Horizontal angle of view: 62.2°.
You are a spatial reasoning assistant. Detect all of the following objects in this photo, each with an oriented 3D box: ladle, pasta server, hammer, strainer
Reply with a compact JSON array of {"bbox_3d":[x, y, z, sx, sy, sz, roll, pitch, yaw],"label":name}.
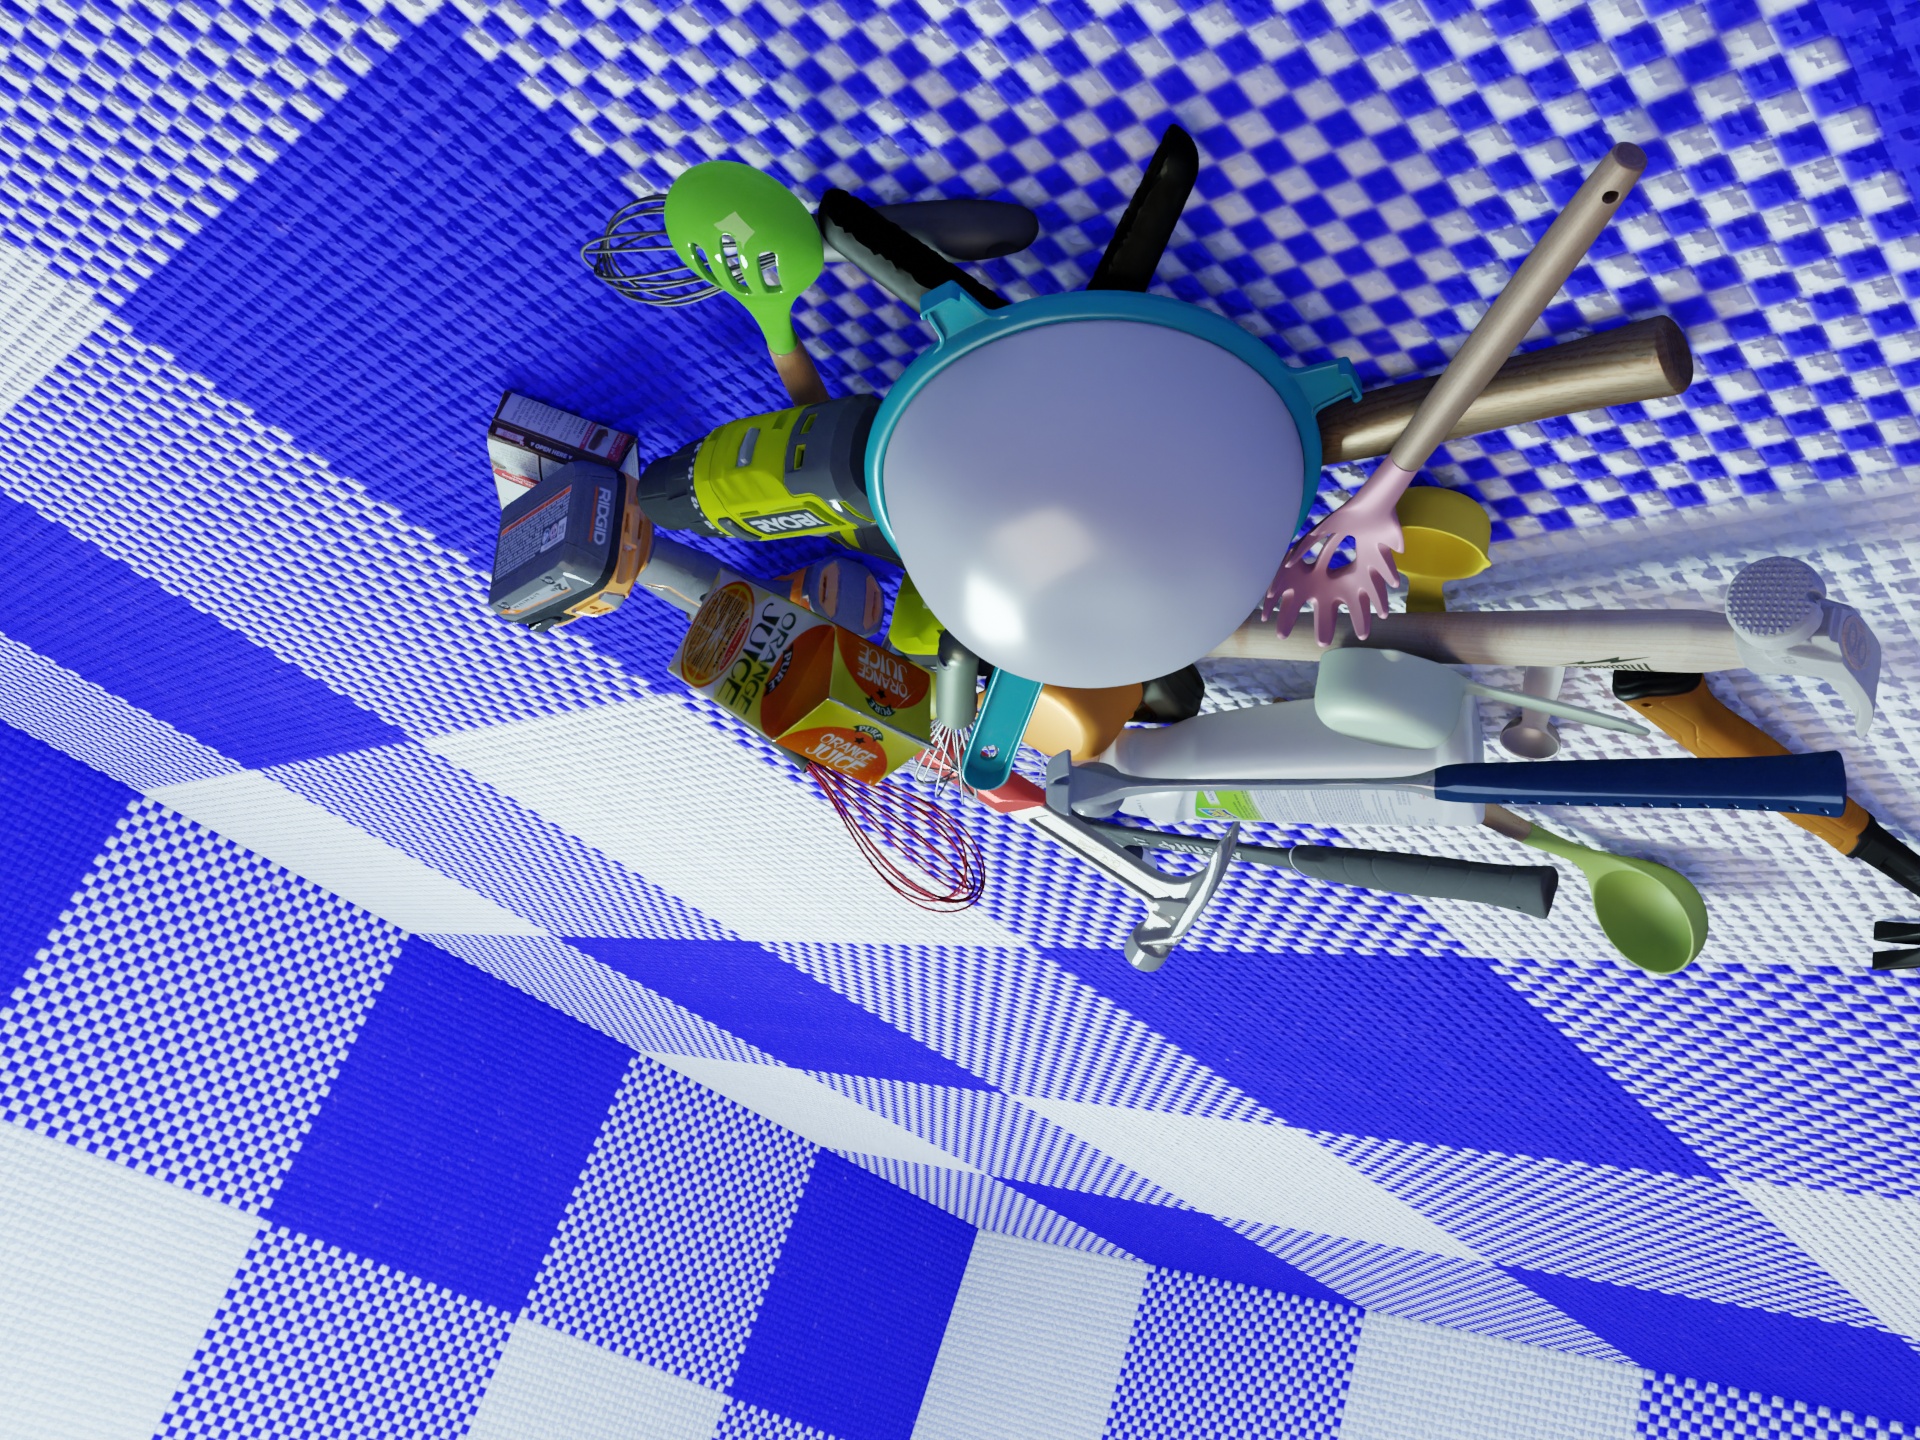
[{"bbox_3d":[0.337,0.071,1.022,0.320,0.062,0.078,26,154,-6],"label":"ladle"},{"bbox_3d":[0.201,-0.120,0.675,0.060,0.040,0.316,10,155,-5],"label":"pasta server"},{"bbox_3d":[0.017,0.033,1.115,0.359,0.037,0.149,33,135,11],"label":"hammer"},{"bbox_3d":[0.241,0.034,0.845,0.405,0.035,0.144,-1,176,18],"label":"hammer"},{"bbox_3d":[0.046,-0.042,0.765,0.211,0.095,0.340,9,140,-9],"label":"strainer"},{"bbox_3d":[0.170,-0.136,0.751,0.331,0.031,0.129,-6,145,45],"label":"hammer"},{"bbox_3d":[0.251,-0.040,0.841,0.411,0.038,0.146,5,165,45],"label":"hammer"},{"bbox_3d":[0.483,0.054,0.895,0.336,0.034,0.127,31,153,-20],"label":"hammer"},{"bbox_3d":[0.228,0.094,1.125,0.409,0.036,0.149,4,150,48],"label":"hammer"}]

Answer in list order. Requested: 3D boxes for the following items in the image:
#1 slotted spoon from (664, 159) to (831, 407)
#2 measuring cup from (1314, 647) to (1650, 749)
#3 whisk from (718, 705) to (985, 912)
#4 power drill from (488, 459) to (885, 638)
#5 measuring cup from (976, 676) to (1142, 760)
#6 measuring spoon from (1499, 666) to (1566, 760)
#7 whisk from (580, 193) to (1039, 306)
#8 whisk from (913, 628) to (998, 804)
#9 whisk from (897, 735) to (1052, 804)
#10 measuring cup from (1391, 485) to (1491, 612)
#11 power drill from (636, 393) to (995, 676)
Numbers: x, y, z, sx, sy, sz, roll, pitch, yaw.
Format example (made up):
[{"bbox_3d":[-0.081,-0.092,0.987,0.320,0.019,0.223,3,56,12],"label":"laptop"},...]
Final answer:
[{"bbox_3d":[-0.081,-0.178,0.798,0.070,0.031,0.313,8,167,8],"label":"slotted spoon"},{"bbox_3d":[0.266,0.001,0.824,0.167,0.038,0.083,14,171,17],"label":"measuring cup"},{"bbox_3d":[-0.099,0.043,1.228,0.296,0.073,0.073,39,158,10],"label":"whisk"},{"bbox_3d":[-0.190,-0.080,1.042,0.226,0.084,0.185,17,157,-37],"label":"power drill"},{"bbox_3d":[0.039,-0.007,1.009,0.095,0.052,0.173,44,149,-16],"label":"measuring cup"},{"bbox_3d":[0.328,-0.018,0.897,0.034,0.018,0.124,14,148,20],"label":"measuring spoon"},{"bbox_3d":[-0.075,-0.224,0.748,0.239,0.055,0.055,4,151,23],"label":"whisk"},{"bbox_3d":[-0.002,-0.003,0.967,0.059,0.058,0.246,-18,162,-7],"label":"whisk"},{"bbox_3d":[-0.028,0.032,1.235,0.285,0.070,0.070,6,152,40],"label":"whisk"},{"bbox_3d":[0.246,-0.079,0.830,0.062,0.029,0.156,12,166,19],"label":"measuring cup"},{"bbox_3d":[-0.052,-0.101,0.891,0.191,0.080,0.228,-1,160,44],"label":"power drill"}]
